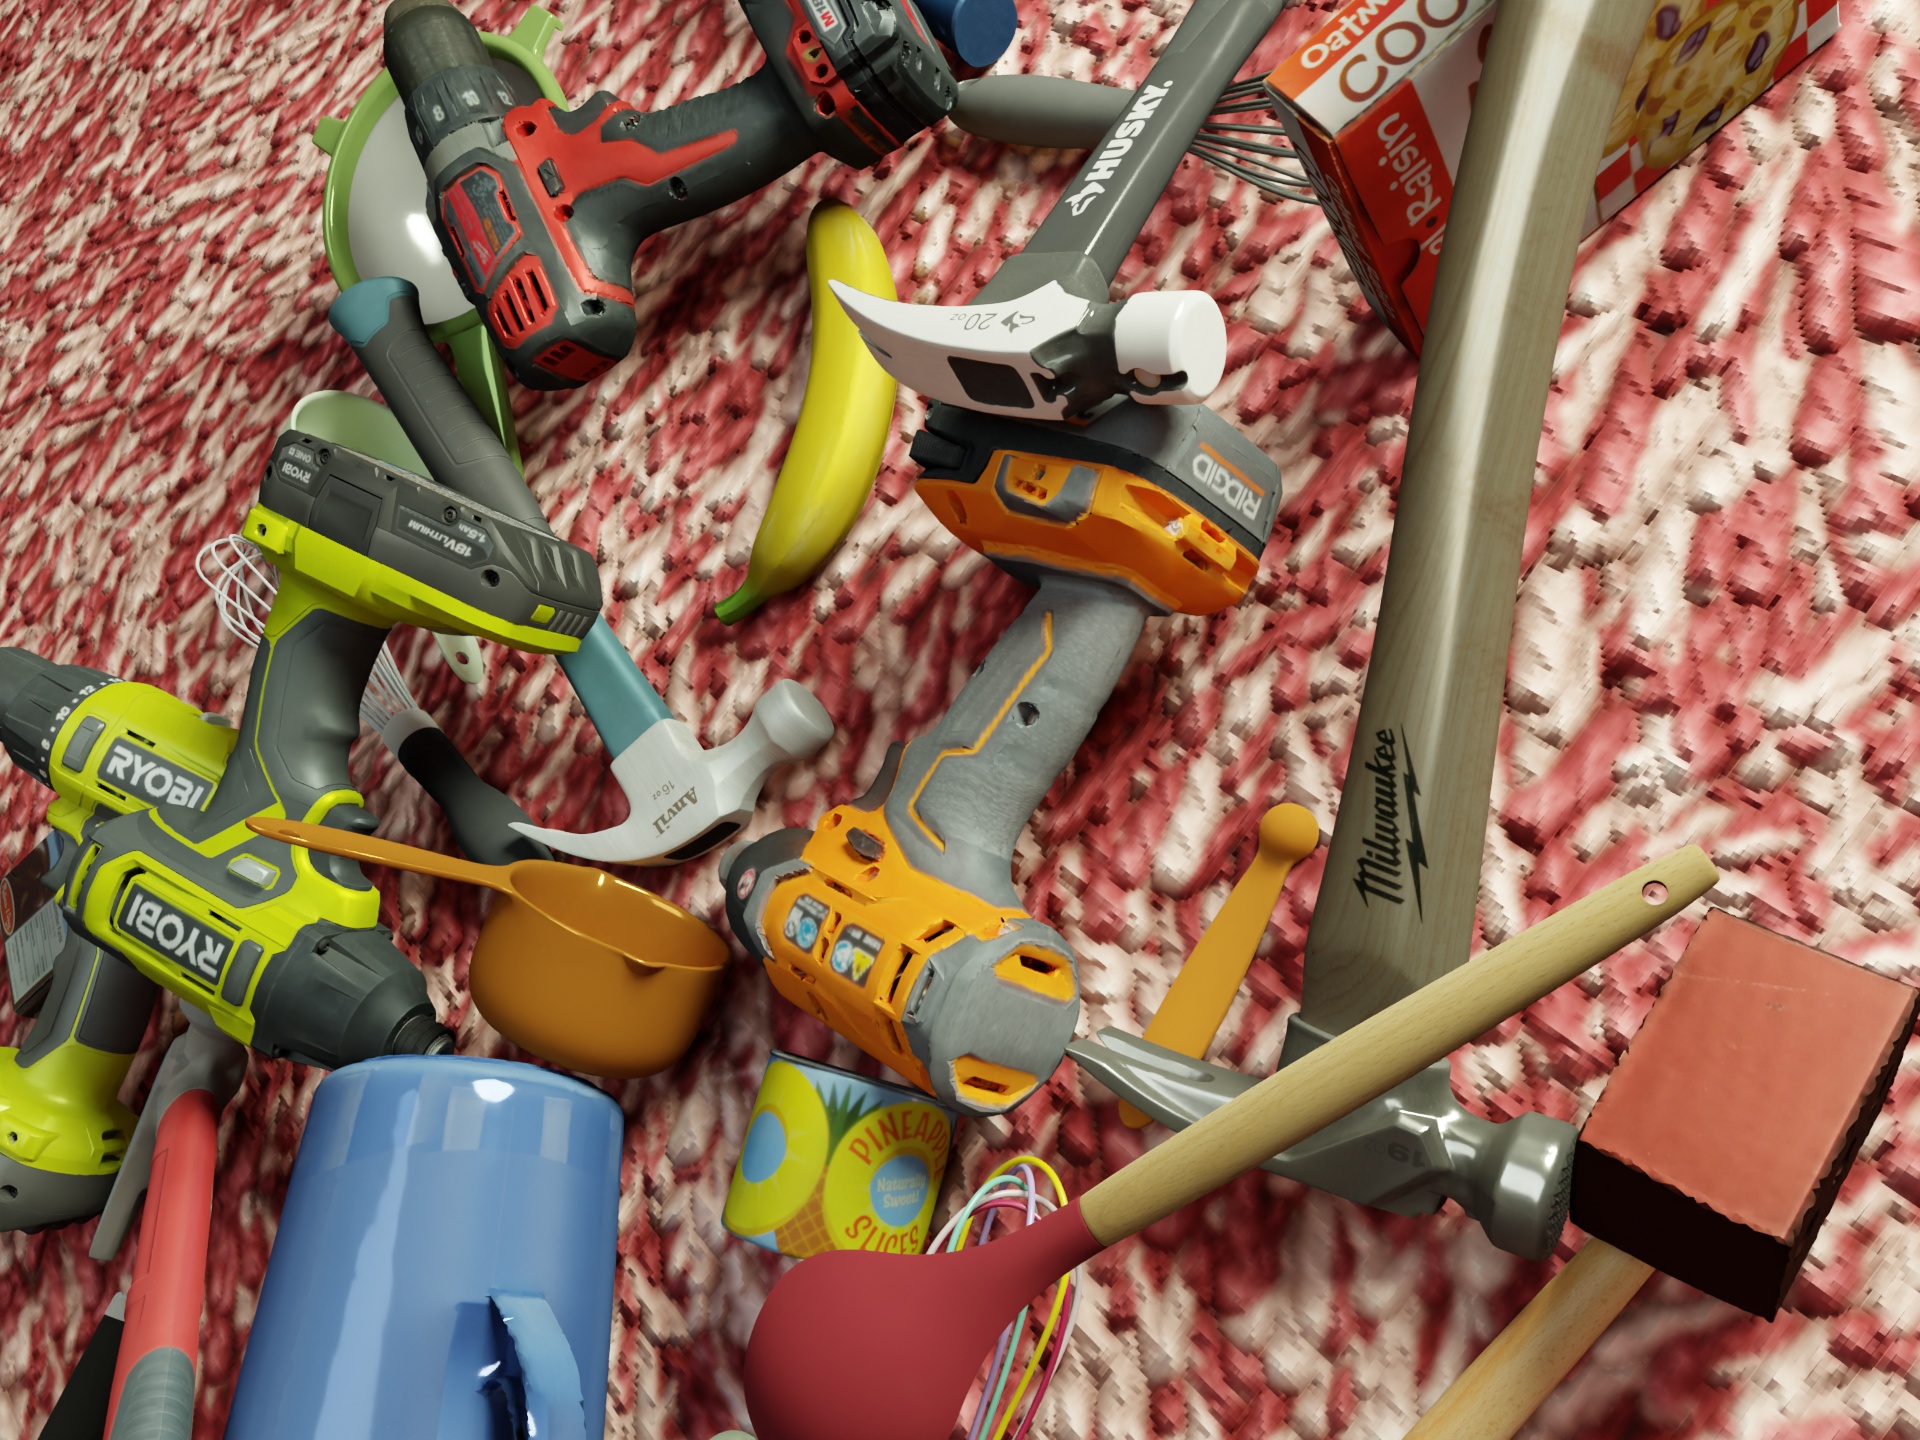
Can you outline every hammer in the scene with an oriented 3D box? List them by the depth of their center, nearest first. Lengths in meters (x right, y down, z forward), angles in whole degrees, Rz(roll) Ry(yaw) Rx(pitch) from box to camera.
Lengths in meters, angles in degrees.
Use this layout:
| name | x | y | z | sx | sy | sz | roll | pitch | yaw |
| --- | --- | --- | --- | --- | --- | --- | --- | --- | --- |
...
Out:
| name | x | y | z | sx | sy | sz | roll | pitch | yaw |
| --- | --- | --- | --- | --- | --- | --- | --- | --- | --- |
| hammer | 0.130 | -0.070 | 0.436 | 0.146 | 0.038 | 0.410 | 14 | 98 | 30 |
| hammer | -0.267 | 0.226 | 0.517 | 0.143 | 0.038 | 0.387 | -65 | 27 | 9 |
| hammer | 0.081 | -0.233 | 0.557 | 0.146 | 0.035 | 0.335 | 10 | 58 | 38 |
| hammer | -0.186 | -0.076 | 0.677 | 0.128 | 0.033 | 0.331 | -42 | 66 | 12 |
| hammer | -0.121 | -0.417 | 0.775 | 0.406 | 0.144 | 0.035 | 42 | 96 | 26 |

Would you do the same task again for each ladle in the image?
| name | x | y | z | sx | sy | sz | roll | pitch | yaw |
| --- | --- | --- | --- | --- | --- | --- | --- | --- | --- |
| ladle | 0.058 | 0.123 | 0.426 | 0.315 | 0.031 | 0.069 | -36 | 70 | 15 |

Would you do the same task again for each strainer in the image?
| name | x | y | z | sx | sy | sz | roll | pitch | yaw |
| --- | --- | --- | --- | --- | --- | --- | --- | --- | --- |
| strainer | -0.222 | -0.201 | 0.773 | 0.151 | 0.069 | 0.256 | -16 | 81 | 22 |

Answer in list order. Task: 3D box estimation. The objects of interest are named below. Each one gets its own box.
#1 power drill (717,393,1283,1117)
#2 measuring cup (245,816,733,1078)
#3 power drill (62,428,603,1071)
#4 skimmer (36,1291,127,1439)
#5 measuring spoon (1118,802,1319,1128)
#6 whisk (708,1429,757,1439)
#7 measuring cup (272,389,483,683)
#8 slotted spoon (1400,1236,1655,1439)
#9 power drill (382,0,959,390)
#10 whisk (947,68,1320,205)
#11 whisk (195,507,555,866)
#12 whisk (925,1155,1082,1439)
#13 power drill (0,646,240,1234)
| name | x | y | z | sx | sy | sz | roll | pitch | yaw |
| --- | --- | --- | --- | --- | --- | --- | --- | --- | --- |
| power drill | -0.001 | -0.002 | 0.540 | 0.164 | 0.084 | 0.226 | 19 | 84 | 48 |
| measuring cup | -0.168 | 0.079 | 0.558 | 0.052 | 0.173 | 0.095 | -68 | 26 | 6 |
| power drill | -0.236 | 0.017 | 0.619 | 0.171 | 0.080 | 0.223 | 24 | 93 | 17 |
| skimmer | -0.385 | 0.419 | 0.625 | 0.127 | 0.090 | 0.363 | 0 | 61 | 33 |
| measuring spoon | 0.080 | 0.077 | 0.506 | 0.021 | 0.011 | 0.117 | 27 | 85 | 35 |
| whisk | -0.093 | 0.346 | 0.477 | 0.058 | 0.059 | 0.246 | 1 | 65 | 22 |
| measuring cup | -0.268 | -0.079 | 0.747 | 0.038 | 0.083 | 0.168 | -39 | 72 | 31 |
| slotted spoon | 0.091 | 0.236 | 0.427 | 0.314 | 0.031 | 0.070 | -49 | 60 | 3 |
| power drill | -0.136 | -0.270 | 0.669 | 0.226 | 0.080 | 0.188 | -29 | 81 | 17 |
| whisk | 0.082 | -0.233 | 0.613 | 0.239 | 0.055 | 0.055 | 23 | 83 | 39 |
| whisk | -0.262 | -0.010 | 0.716 | 0.285 | 0.070 | 0.070 | 41 | 93 | 30 |
| whisk | -0.010 | 0.251 | 0.470 | 0.047 | 0.051 | 0.245 | 11 | 79 | 27 |
| power drill | -0.407 | 0.090 | 0.714 | 0.190 | 0.080 | 0.228 | 24 | 84 | 11 |
